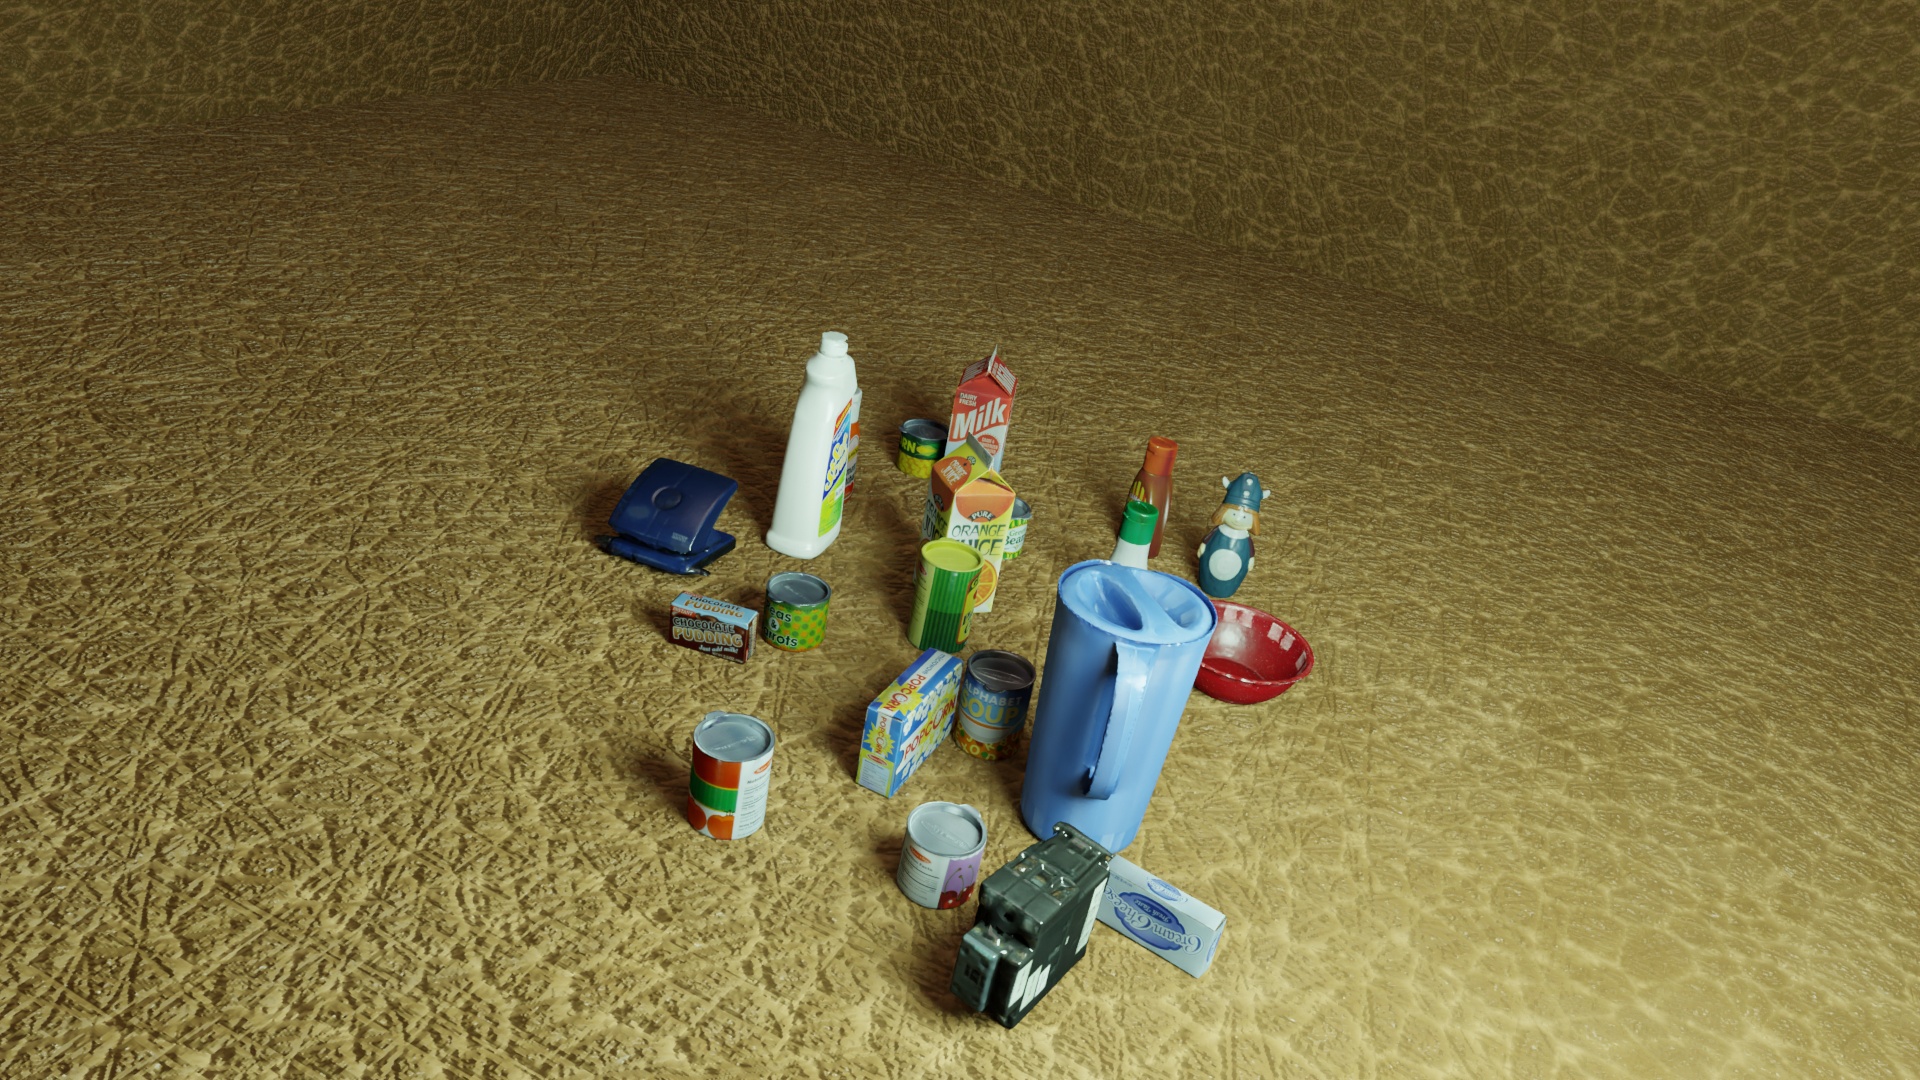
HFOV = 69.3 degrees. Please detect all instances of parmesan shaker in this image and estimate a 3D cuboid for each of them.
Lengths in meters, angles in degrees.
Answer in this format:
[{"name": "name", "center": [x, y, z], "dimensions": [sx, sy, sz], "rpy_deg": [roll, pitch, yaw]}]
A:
[{"name": "parmesan shaker", "center": [-0.017, 0.058, 1.456], "dimensions": [0.071, 0.102, 0.071], "rpy_deg": [9, 27, -4]}]

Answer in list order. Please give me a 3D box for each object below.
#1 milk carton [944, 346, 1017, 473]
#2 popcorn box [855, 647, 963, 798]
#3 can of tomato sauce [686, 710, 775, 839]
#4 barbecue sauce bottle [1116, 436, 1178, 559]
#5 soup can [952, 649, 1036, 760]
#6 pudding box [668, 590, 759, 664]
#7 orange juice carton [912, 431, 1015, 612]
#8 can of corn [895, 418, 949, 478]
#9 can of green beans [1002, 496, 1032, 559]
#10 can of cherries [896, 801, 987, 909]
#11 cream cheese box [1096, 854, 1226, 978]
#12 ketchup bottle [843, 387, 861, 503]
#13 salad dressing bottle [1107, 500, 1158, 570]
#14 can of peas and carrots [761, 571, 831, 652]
[{"name": "milk carton", "center": [0.026, -0.152, 1.777], "dimensions": [0.073, 0.189, 0.073], "rpy_deg": [12, 27, 2]}, {"name": "popcorn box", "center": [-0.045, 0.164, 1.264], "dimensions": [0.038, 0.084, 0.127], "rpy_deg": [20, 29, 18]}, {"name": "can of tomato sauce", "center": [-0.193, 0.195, 1.153], "dimensions": [0.071, 0.082, 0.071], "rpy_deg": [9, 27, -4]}, {"name": "barbecue sauce bottle", "center": [0.234, -0.054, 1.713], "dimensions": [0.044, 0.147, 0.065], "rpy_deg": [-4, 31, -27]}, {"name": "soup can", "center": [0.031, 0.156, 1.308], "dimensions": [0.071, 0.083, 0.072], "rpy_deg": [9, 27, -4]}, {"name": "pudding box", "center": [-0.245, 0.086, 1.377], "dimensions": [0.084, 0.049, 0.030], "rpy_deg": [16, 27, 9]}, {"name": "orange juice carton", "center": [0.005, -0.019, 1.514], "dimensions": [0.073, 0.191, 0.072], "rpy_deg": [-1, 29, -23]}, {"name": "can of corn", "center": [-0.051, -0.121, 1.833], "dimensions": [0.071, 0.058, 0.071], "rpy_deg": [9, 27, -4]}, {"name": "can of green beans", "center": [0.047, -0.017, 1.672], "dimensions": [0.071, 0.057, 0.071], "rpy_deg": [9, 27, -4]}, {"name": "can of cherries", "center": [-0.014, 0.255, 1.130], "dimensions": [0.071, 0.058, 0.072], "rpy_deg": [9, 27, -4]}, {"name": "cream cheese box", "center": [0.157, 0.300, 1.113], "dimensions": [0.104, 0.053, 0.024], "rpy_deg": [25, 30, 26]}, {"name": "ketchup bottle", "center": [-0.149, -0.116, 1.689], "dimensions": [0.043, 0.148, 0.065], "rpy_deg": [21, 29, 19]}, {"name": "salad dressing bottle", "center": [0.185, 0.029, 1.538], "dimensions": [0.044, 0.147, 0.064], "rpy_deg": [1, 28, -18]}, {"name": "can of peas and carrots", "center": [-0.170, 0.074, 1.418], "dimensions": [0.071, 0.058, 0.071], "rpy_deg": [9, 27, -4]}]
